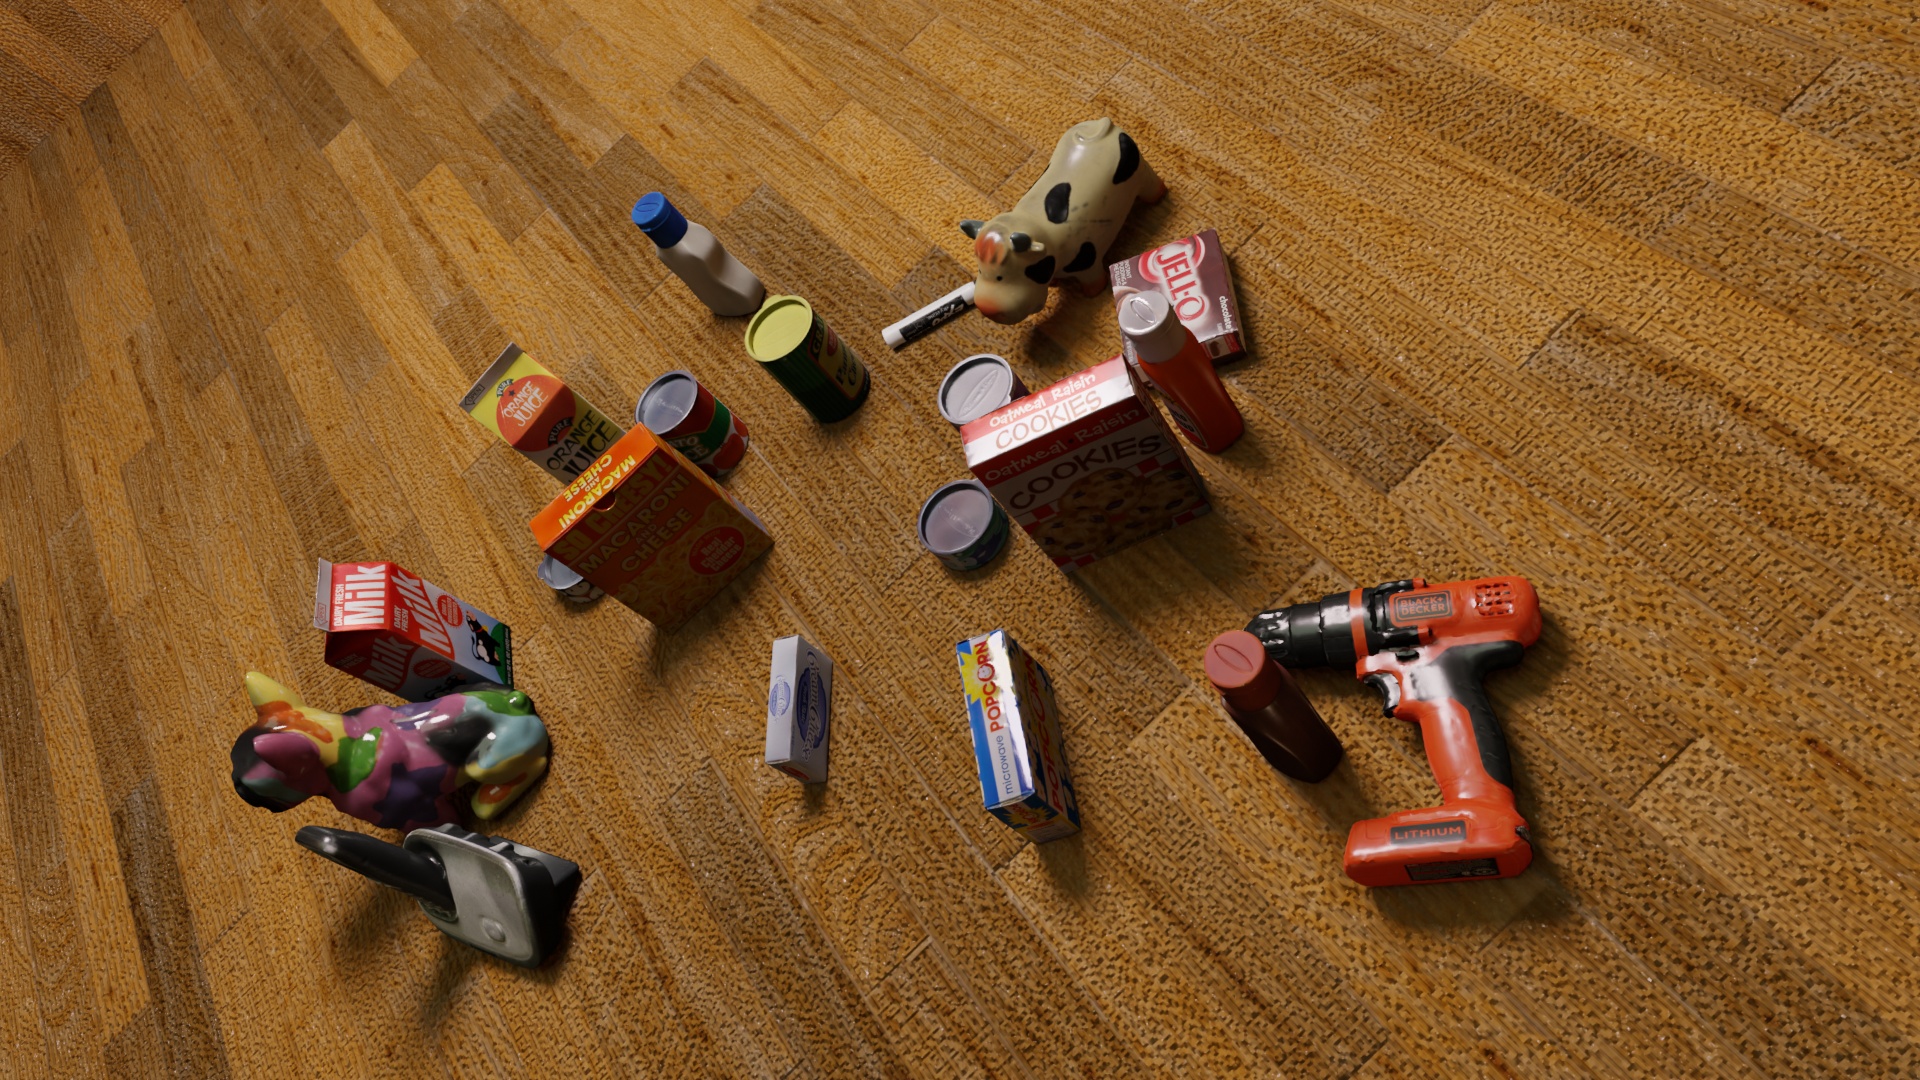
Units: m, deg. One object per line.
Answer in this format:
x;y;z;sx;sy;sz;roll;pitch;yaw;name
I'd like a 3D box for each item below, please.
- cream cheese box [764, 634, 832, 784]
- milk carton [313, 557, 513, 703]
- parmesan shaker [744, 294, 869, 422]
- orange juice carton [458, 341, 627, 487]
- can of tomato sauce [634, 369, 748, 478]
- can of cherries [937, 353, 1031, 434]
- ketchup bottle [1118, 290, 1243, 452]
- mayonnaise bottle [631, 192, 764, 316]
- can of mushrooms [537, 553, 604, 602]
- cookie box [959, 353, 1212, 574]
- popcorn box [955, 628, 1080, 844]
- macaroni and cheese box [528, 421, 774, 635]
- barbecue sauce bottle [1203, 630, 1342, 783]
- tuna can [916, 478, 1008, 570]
-0.123;0.130;1.064;0.024;0.053;0.104;-14;57;22;cream cheese box
-0.481;0.082;1.203;0.073;0.190;0.072;-26;54;14;milk carton
-0.131;-0.157;1.202;0.071;0.103;0.071;-14;58;22;parmesan shaker
-0.356;-0.098;1.236;0.073;0.192;0.072;34;83;38;orange juice carton
-0.240;-0.101;1.243;0.071;0.083;0.071;-14;58;22;can of tomato sauce
0.025;-0.105;1.114;0.071;0.058;0.072;-14;58;22;can of cherries
0.156;-0.122;0.993;0.043;0.148;0.065;-40;51;4;ketchup bottle
-0.248;-0.267;1.302;0.065;0.147;0.041;4;66;31;mayonnaise bottle
-0.346;0.022;1.263;0.071;0.033;0.071;-13;57;22;can of mushrooms
0.091;-0.050;0.975;0.123;0.167;0.040;-24;54;16;cookie box
0.039;0.134;0.950;0.038;0.085;0.127;-22;54;17;popcorn box
-0.249;-0.006;1.140;0.123;0.166;0.040;-42;51;2;macaroni and cheese box
0.187;0.100;0.847;0.044;0.148;0.065;-49;51;-3;barbecue sauce bottle
0.004;-0.014;1.089;0.071;0.032;0.071;-13;57;22;tuna can
